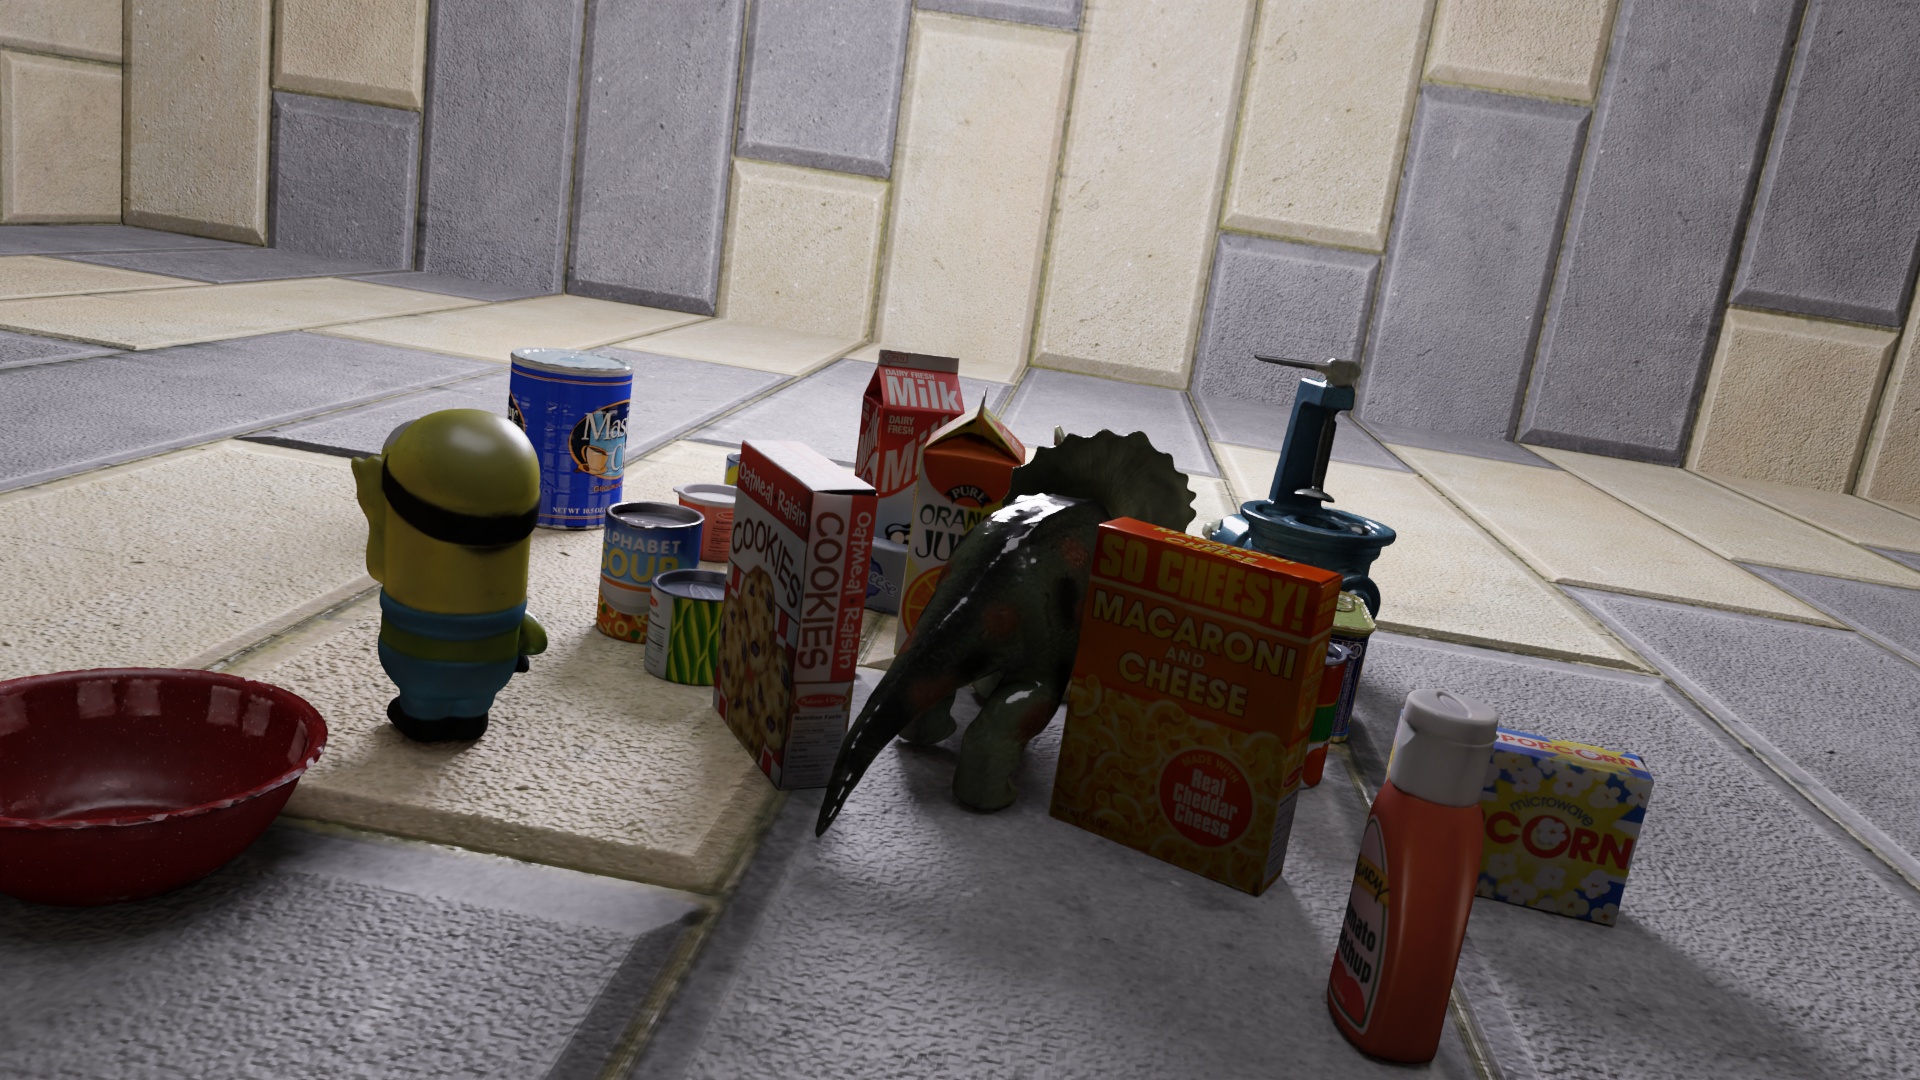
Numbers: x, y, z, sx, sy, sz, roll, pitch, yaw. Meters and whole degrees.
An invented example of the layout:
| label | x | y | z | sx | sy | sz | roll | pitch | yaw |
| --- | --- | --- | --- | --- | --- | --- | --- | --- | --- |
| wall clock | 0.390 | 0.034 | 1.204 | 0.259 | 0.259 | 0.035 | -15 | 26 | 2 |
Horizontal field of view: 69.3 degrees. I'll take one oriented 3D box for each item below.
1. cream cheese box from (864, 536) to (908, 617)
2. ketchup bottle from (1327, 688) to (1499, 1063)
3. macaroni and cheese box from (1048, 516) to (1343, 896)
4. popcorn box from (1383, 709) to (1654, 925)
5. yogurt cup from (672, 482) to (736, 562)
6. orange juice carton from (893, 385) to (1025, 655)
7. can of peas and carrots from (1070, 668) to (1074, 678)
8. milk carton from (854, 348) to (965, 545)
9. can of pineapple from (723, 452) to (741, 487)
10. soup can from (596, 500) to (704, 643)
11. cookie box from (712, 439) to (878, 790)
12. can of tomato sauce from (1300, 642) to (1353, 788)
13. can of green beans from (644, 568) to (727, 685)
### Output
| label | x | y | z | sx | sy | sz | roll | pitch | yaw |
| --- | --- | --- | --- | --- | --- | --- | --- | --- | --- |
| cream cheese box | -0.084 | 0.021 | 1.088 | 0.104 | 0.053 | 0.024 | 14 | 14 | 21 |
| ketchup bottle | 0.191 | 0.138 | 0.581 | 0.043 | 0.148 | 0.065 | 8 | 13 | -3 |
| macaroni and cheese box | 0.120 | 0.083 | 0.724 | 0.124 | 0.166 | 0.040 | 16 | 15 | 29 |
| popcorn box | 0.291 | 0.146 | 0.741 | 0.127 | 0.085 | 0.038 | 11 | 13 | 10 |
| yogurt cup | -0.204 | -0.015 | 1.160 | 0.072 | 0.053 | 0.072 | 8 | 13 | -2 |
| orange juice carton | 0.004 | -0.012 | 0.985 | 0.073 | 0.192 | 0.072 | 9 | 13 | 2 |
| can of peas and carrots | 0.091 | 0.064 | 1.008 | 0.071 | 0.058 | 0.071 | 8 | 13 | -2 |
| milk carton | -0.046 | -0.062 | 1.162 | 0.072 | 0.190 | 0.073 | 4 | 14 | -19 |
| can of pineapple | -0.187 | -0.047 | 1.295 | 0.071 | 0.057 | 0.071 | 8 | 13 | -2 |
| soup can | -0.213 | 0.022 | 0.946 | 0.071 | 0.083 | 0.071 | 8 | 13 | -2 |
| cookie box | -0.095 | 0.037 | 0.780 | 0.040 | 0.167 | 0.123 | 1 | 15 | -28 |
| can of tomato sauce | 0.201 | 0.103 | 0.864 | 0.071 | 0.083 | 0.071 | 8 | 13 | -2 |
| can of green beans | -0.167 | 0.055 | 0.892 | 0.071 | 0.057 | 0.071 | 8 | 13 | -2 |
